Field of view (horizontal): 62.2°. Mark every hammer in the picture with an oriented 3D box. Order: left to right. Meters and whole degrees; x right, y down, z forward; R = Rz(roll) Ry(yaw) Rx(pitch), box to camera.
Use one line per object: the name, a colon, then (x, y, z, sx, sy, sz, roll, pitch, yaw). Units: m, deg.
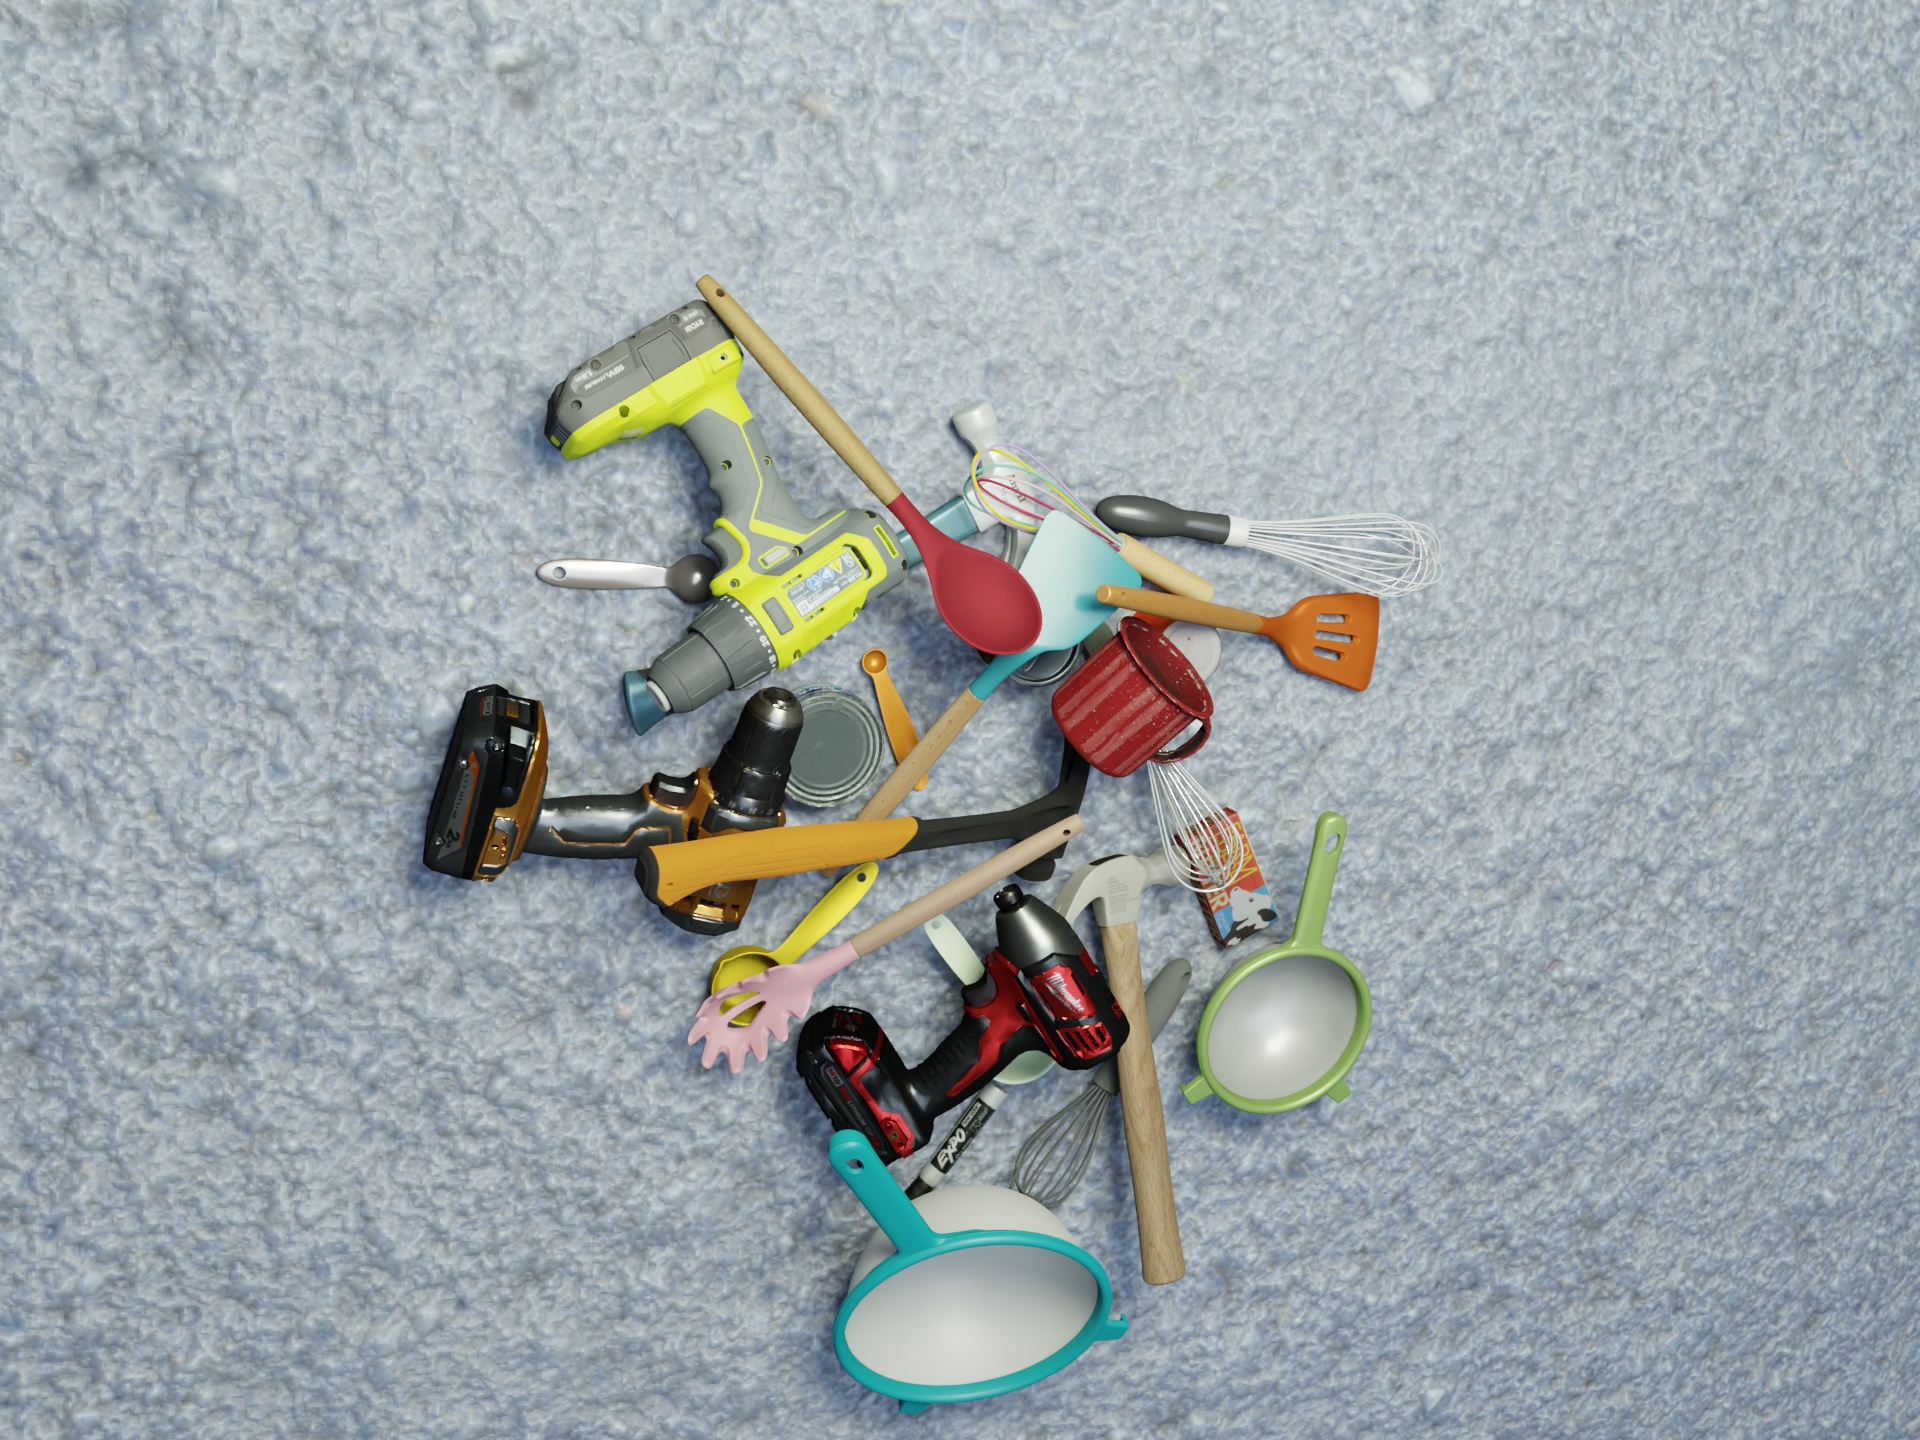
hammer: (-0.093, -0.091, 1.121, 0.331, 0.033, 0.128, -31, 108, -9)
hammer: (-0.061, 0.078, 1.101, 0.336, 0.034, 0.127, -6, 128, -31)
hammer: (0.134, 0.269, 1.223, 0.130, 0.031, 0.331, -8, 92, -24)

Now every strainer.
strainer: (-0.021, 0.377, 1.177, 0.211, 0.095, 0.340, -23, 126, 7)
strainer: (0.256, 0.184, 1.261, 0.151, 0.069, 0.256, 4, 107, -18)

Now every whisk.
whisk: (0.096, -0.130, 1.143, 0.244, 0.047, 0.051, 23, 121, -36)
whisk: (0.113, 0.289, 1.262, 0.055, 0.055, 0.239, 36, 85, -21)
whisk: (0.144, 0.020, 1.198, 0.059, 0.058, 0.246, -28, 96, 0)
whisk: (0.237, -0.138, 1.204, 0.284, 0.070, 0.070, 7, 100, -14)

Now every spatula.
spatula: (-0.002, -0.004, 1.127, 0.082, 0.044, 0.317, 37, 111, -10)
spatula: (0.210, -0.074, 1.168, 0.322, 0.041, 0.081, 5, 92, -47)

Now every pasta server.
pasta server: (-0.050, 0.152, 1.129, 0.316, 0.040, 0.060, -29, 107, 0)

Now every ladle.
ladle: (-0.061, -0.163, 1.033, 0.315, 0.031, 0.069, 48, 60, -12)

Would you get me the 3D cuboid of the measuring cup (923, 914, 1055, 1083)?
measuring cup: (0.016, 0.204, 1.216, 0.083, 0.038, 0.167, -37, 108, -7)

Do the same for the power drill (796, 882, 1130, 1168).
power drill: (-0.002, 0.220, 1.156, 0.219, 0.078, 0.143, -29, 100, 7)

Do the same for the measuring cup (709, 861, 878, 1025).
measuring cup: (-0.121, 0.158, 1.169, 0.156, 0.029, 0.062, -44, 110, -7)

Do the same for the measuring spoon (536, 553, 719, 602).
measuring spoon: (-0.225, -0.098, 1.085, 0.124, 0.018, 0.034, 1, 101, -17)

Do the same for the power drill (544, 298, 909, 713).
power drill: (-0.166, -0.134, 1.030, 0.190, 0.080, 0.228, -37, 99, -21)

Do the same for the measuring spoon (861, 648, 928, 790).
measuring spoon: (-0.048, 0.000, 1.168, 0.021, 0.011, 0.116, -24, 111, -12)

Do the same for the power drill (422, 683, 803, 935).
power drill: (-0.224, 0.042, 1.065, 0.226, 0.084, 0.185, 15, 114, -22)
